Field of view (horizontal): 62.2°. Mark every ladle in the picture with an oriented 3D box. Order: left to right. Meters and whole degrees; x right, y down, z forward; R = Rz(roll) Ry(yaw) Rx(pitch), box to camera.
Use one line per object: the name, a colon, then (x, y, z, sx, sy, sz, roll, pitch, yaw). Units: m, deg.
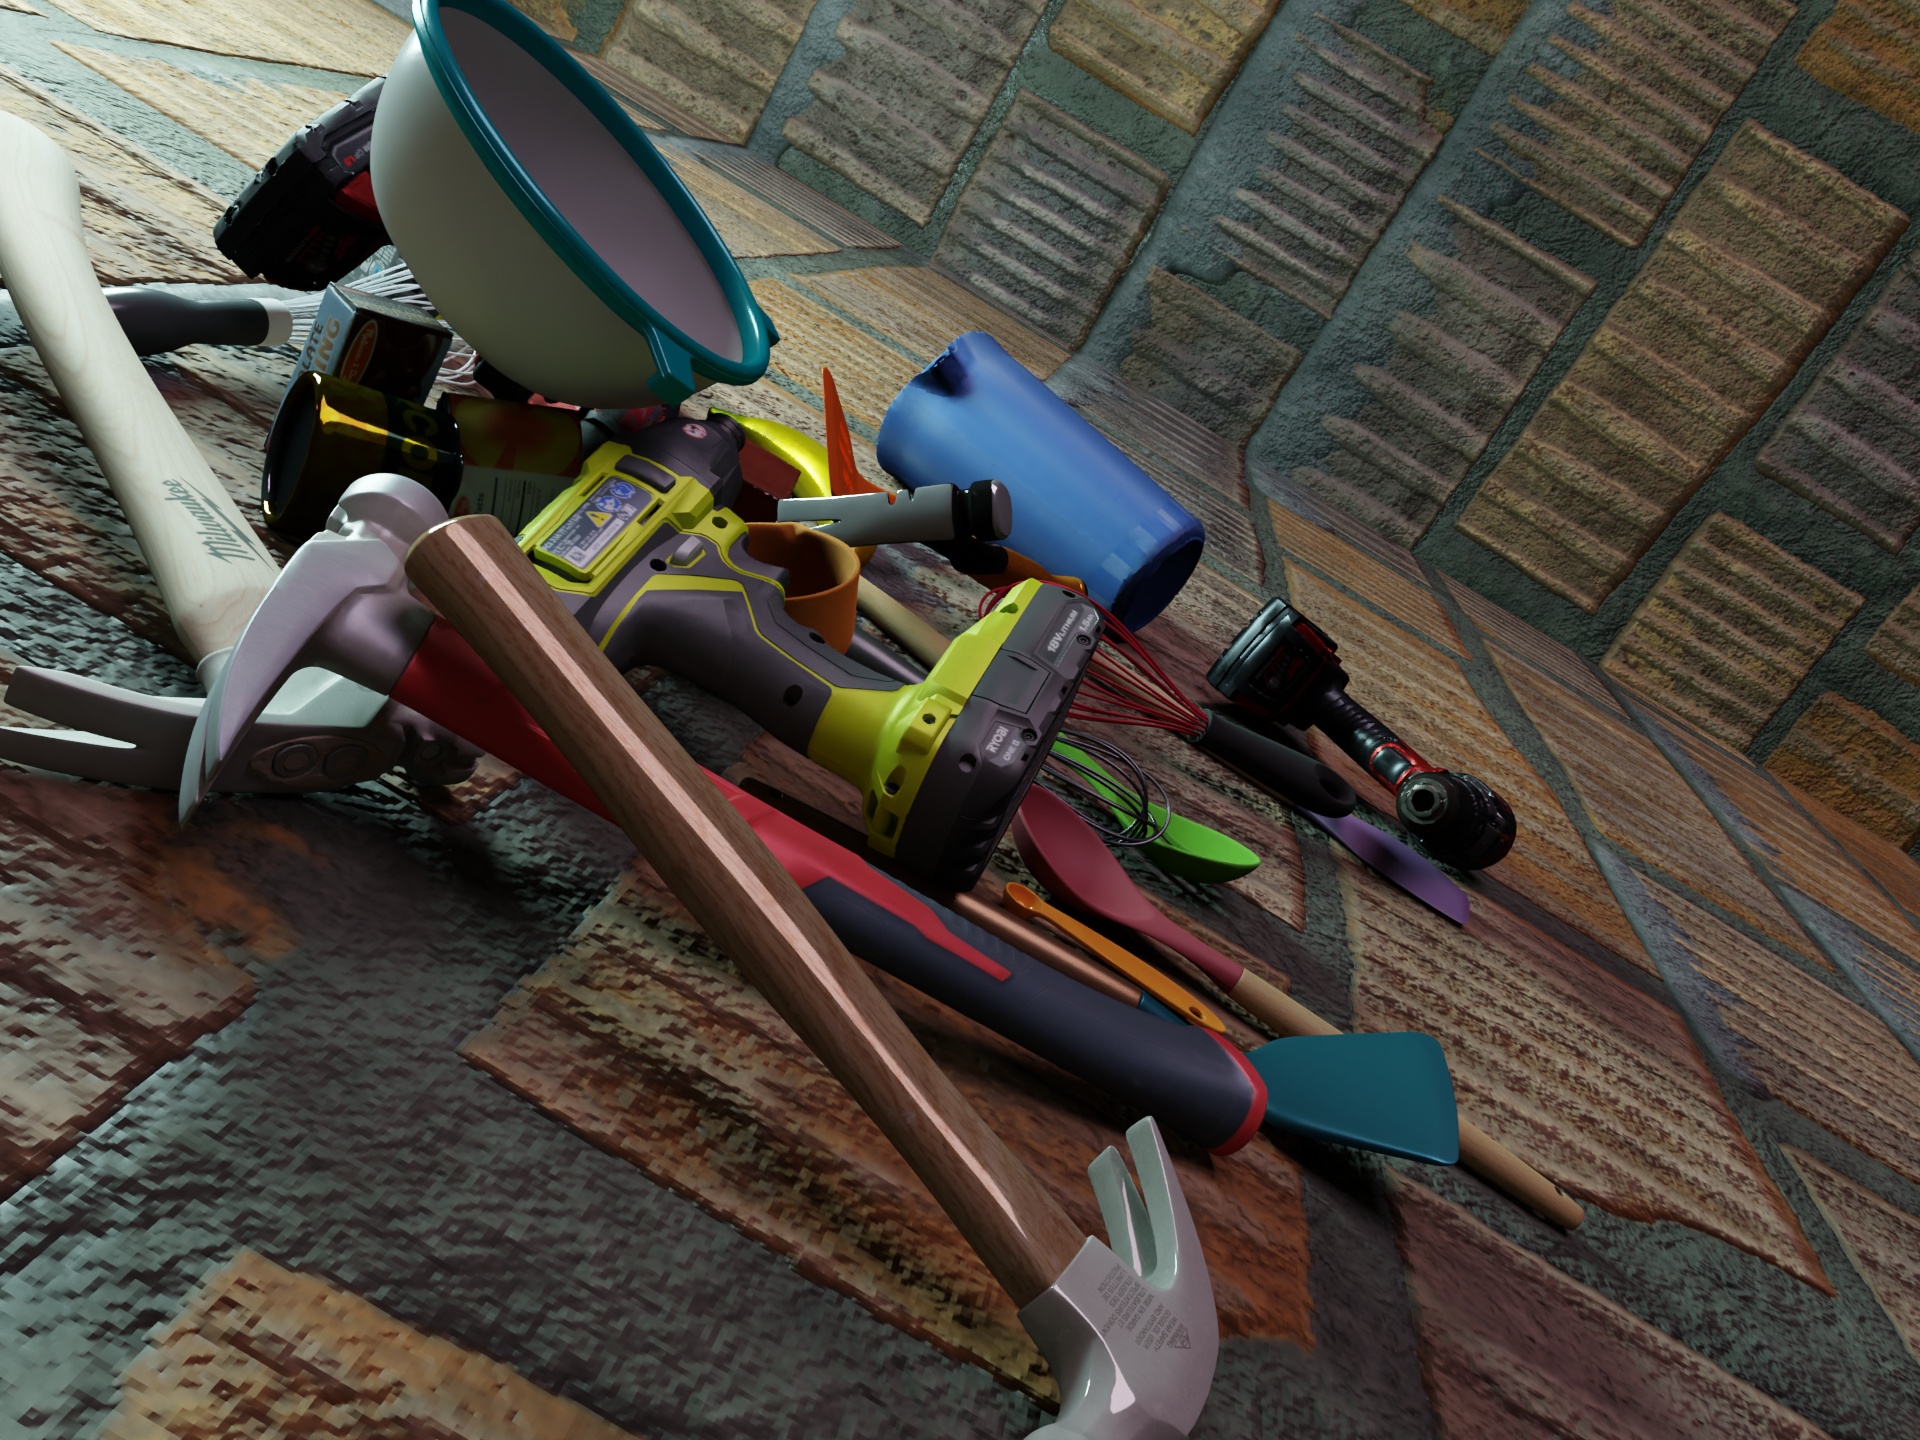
ladle: (0.147, 0.133, 0.724, 0.315, 0.031, 0.069, 35, 22, 5)

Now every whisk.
whisk: (-0.323, -0.198, 0.797, 0.070, 0.070, 0.284, 36, 25, 12)
whisk: (-0.001, -0.004, 0.807, 0.239, 0.055, 0.055, 31, 19, 11)
whisk: (0.132, -0.004, 0.976, 0.295, 0.073, 0.073, 26, 20, -23)

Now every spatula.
spatula: (-0.012, -0.128, 1.026, 0.322, 0.041, 0.081, 22, 59, -58)
spatula: (0.053, 0.095, 0.647, 0.317, 0.044, 0.082, 29, 29, -4)
spatula: (0.202, 0.035, 1.052, 0.316, 0.018, 0.060, 34, 28, 5)

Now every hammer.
hammer: (-0.321, -0.122, 0.584, 0.146, 0.038, 0.411, 4, 38, -50)
hammer: (-0.047, 0.067, 0.460, 0.331, 0.031, 0.130, 49, 28, 9)
hammer: (-0.051, 0.064, 0.527, 0.386, 0.038, 0.143, 32, 35, -18)
hammer: (0.010, -0.094, 0.972, 0.127, 0.034, 0.336, -3, -4, 18)

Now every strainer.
strainer: (-0.227, -0.262, 0.697, 0.340, 0.095, 0.211, 50, 17, -12)

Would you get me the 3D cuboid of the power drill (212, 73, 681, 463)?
power drill: (-0.242, -0.194, 0.787, 0.219, 0.078, 0.143, 46, 34, -22)

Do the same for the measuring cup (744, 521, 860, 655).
measuring cup: (-0.133, -0.059, 0.754, 0.173, 0.052, 0.095, 8, 29, 8)

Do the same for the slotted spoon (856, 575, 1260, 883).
slotted spoon: (0.033, -0.002, 0.883, 0.314, 0.031, 0.070, 39, 20, 25)

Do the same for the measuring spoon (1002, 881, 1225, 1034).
measuring spoon: (0.066, 0.107, 0.694, 0.117, 0.011, 0.021, 34, 19, -5)

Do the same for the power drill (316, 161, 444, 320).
power drill: (-0.307, -0.297, 1.024, 0.191, 0.080, 0.228, 40, 18, 23)

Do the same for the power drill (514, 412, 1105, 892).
power drill: (-0.064, -0.040, 0.648, 0.223, 0.080, 0.171, 27, 48, 6)

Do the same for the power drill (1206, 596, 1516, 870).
power drill: (0.280, 0.015, 1.103, 0.227, 0.080, 0.187, 45, 13, 27)
